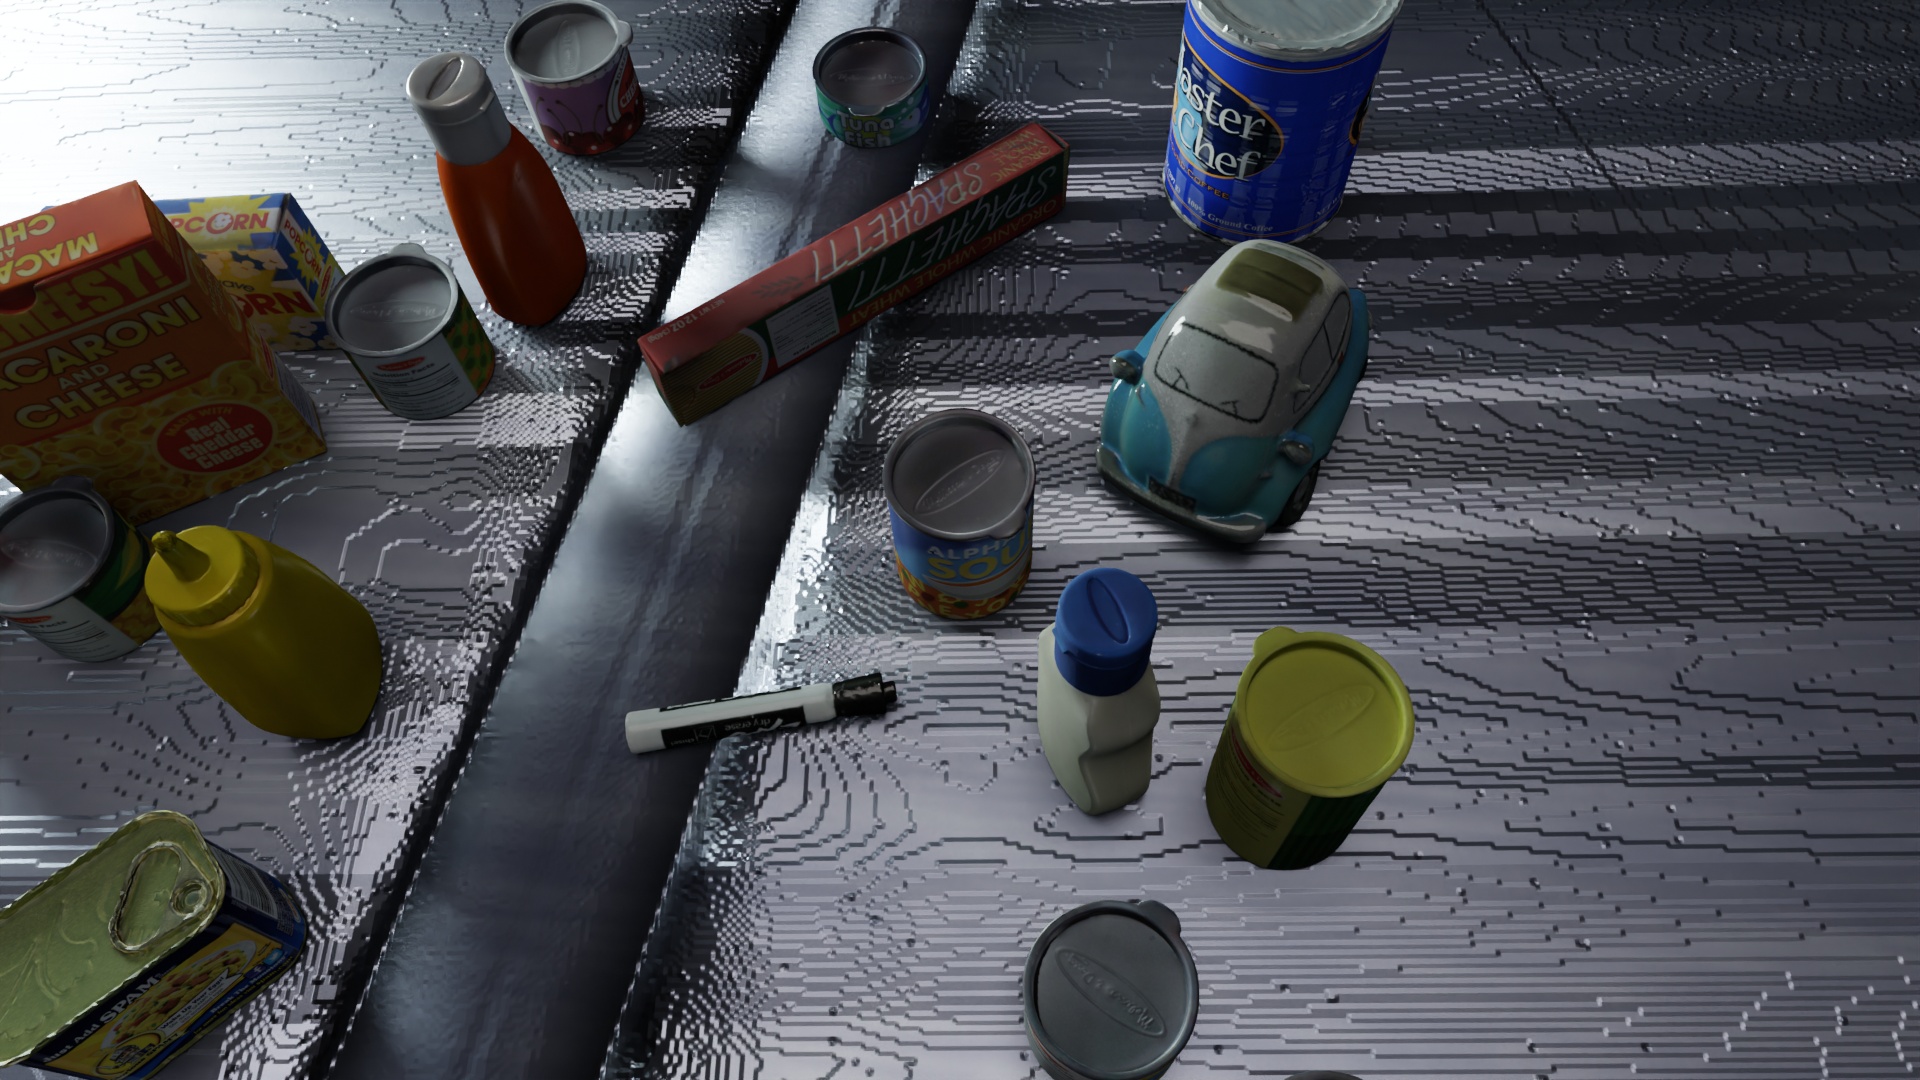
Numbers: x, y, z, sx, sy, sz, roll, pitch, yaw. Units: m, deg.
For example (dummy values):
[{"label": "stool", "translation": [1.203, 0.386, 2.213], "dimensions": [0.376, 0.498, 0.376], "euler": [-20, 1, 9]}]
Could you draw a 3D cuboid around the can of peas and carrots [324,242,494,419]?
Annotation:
[{"label": "can of peas and carrots", "translation": [-0.280, -0.106, 0.711], "dimensions": [0.071, 0.058, 0.071], "euler": [-1, 61, 2]}]

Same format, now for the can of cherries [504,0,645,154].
[{"label": "can of cherries", "translation": [-0.217, -0.265, 0.796], "dimensions": [0.071, 0.058, 0.072], "euler": [-1, 61, 2]}]

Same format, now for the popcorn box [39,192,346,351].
[{"label": "popcorn box", "translation": [-0.392, -0.135, 0.716], "dimensions": [0.127, 0.085, 0.038], "euler": [-3, 62, 0]}]

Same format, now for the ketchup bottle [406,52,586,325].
[{"label": "ketchup bottle", "translation": [-0.231, -0.175, 0.696], "dimensions": [0.043, 0.148, 0.065], "euler": [15, 63, 10]}]

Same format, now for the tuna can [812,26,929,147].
[{"label": "tuna can", "translation": [-0.051, -0.260, 0.802], "dimensions": [0.071, 0.032, 0.071], "euler": [-1, 61, 2]}]

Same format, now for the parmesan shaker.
[{"label": "parmesan shaker", "translation": [0.137, 0.086, 0.565], "dimensions": [0.071, 0.102, 0.071], "euler": [-1, 62, 2]}]

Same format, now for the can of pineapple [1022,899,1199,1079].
[{"label": "can of pineapple", "translation": [0.059, 0.179, 0.543], "dimensions": [0.071, 0.057, 0.071], "euler": [-1, 61, 2]}]

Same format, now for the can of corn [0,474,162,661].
[{"label": "can of corn", "translation": [-0.412, 0.014, 0.650], "dimensions": [0.071, 0.058, 0.071], "euler": [-1, 61, 2]}]

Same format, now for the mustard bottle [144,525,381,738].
[{"label": "mustard bottle", "translation": [-0.294, 0.032, 0.578], "dimensions": [0.049, 0.159, 0.065], "euler": [-1, 62, 2]}]

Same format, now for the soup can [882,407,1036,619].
[{"label": "soup can", "translation": [0.002, -0.008, 0.633], "dimensions": [0.071, 0.083, 0.071], "euler": [-1, 61, 2]}]

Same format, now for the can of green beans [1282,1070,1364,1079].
[{"label": "can of green beans", "translation": [0.132, 0.234, 0.510], "dimensions": [0.071, 0.057, 0.071], "euler": [-1, 61, 2]}]

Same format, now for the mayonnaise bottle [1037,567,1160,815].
[{"label": "mayonnaise bottle", "translation": [0.055, 0.060, 0.557], "dimensions": [0.041, 0.147, 0.065], "euler": [-21, 63, -9]}]

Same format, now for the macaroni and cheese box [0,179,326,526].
[{"label": "macaroni and cheese box", "translation": [-0.389, -0.075, 0.637], "dimensions": [0.124, 0.165, 0.040], "euler": [-24, 63, -11]}]

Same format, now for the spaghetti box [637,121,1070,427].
[{"label": "spaghetti box", "translation": [-0.050, -0.142, 0.727], "dimensions": [0.251, 0.050, 0.029], "euler": [-33, 65, -15]}]
